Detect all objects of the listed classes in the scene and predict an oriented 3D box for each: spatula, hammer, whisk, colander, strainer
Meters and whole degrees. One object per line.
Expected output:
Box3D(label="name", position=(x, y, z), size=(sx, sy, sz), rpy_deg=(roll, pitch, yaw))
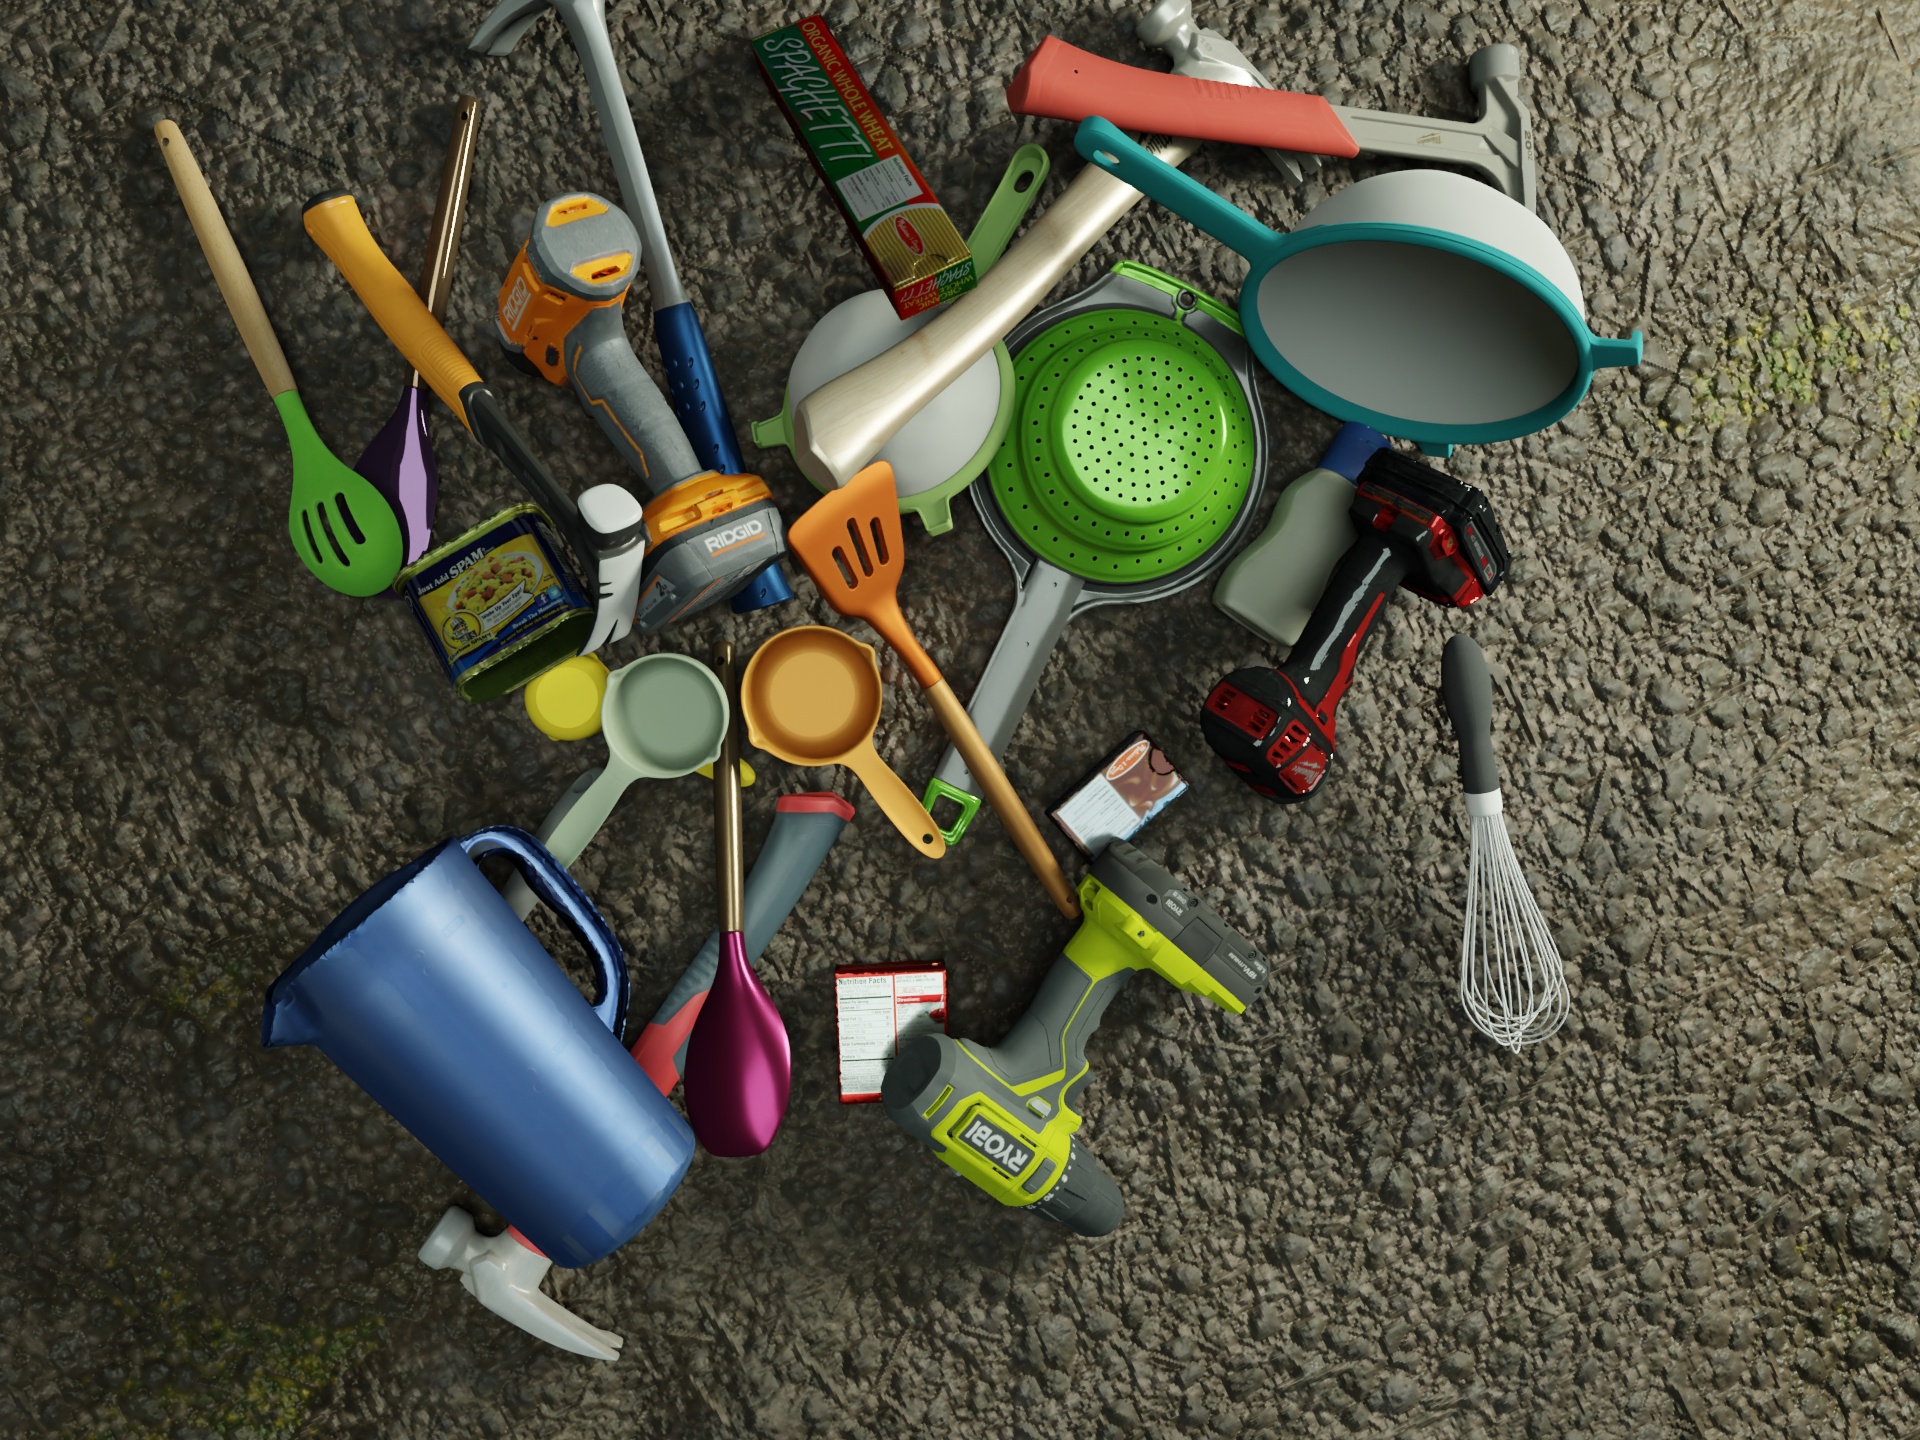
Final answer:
Box3D(label="spatula", position=(-0.337, -0.233, 0.993), size=(0.060, 0.018, 0.316), rpy_deg=(12, 92, 0))
Box3D(label="spatula", position=(-0.002, -0.003, 0.971), size=(0.081, 0.041, 0.322), rpy_deg=(-40, 111, -23))
Box3D(label="hammer", position=(-0.185, -0.263, 0.980), size=(0.144, 0.035, 0.405), rpy_deg=(-11, 100, 26))
Box3D(label="whisk", position=(-0.292, 0.129, 0.999), size=(0.055, 0.055, 0.239), rpy_deg=(34, 84, -5))
Box3D(label="colander", position=(0.071, -0.102, 0.996), size=(0.204, 0.094, 0.397), rpy_deg=(25, 89, -6))
Box3D(label="hammer", position=(0.201, -0.362, 0.984), size=(0.359, 0.037, 0.149), rpy_deg=(-1, 87, -20))
Box3D(label="strainer", position=(-0.020, -0.252, 0.971), size=(0.151, 0.069, 0.256), rpy_deg=(29, 88, 18))
Box3D(label="hammer", position=(-0.291, -0.189, 0.933), size=(0.034, 0.127, 0.337), rpy_deg=(-29, 69, -30))
Box3D(label="strainer", position=(0.227, -0.289, 0.945), size=(0.340, 0.211, 0.095), rpy_deg=(27, 74, -14))
Box3D(label="hammer", position=(0.056, -0.273, 0.956), size=(0.146, 0.038, 0.411), rpy_deg=(45, 69, -8))
Box3D(label="hammer", position=(-0.175, 0.217, 1.013), size=(0.143, 0.038, 0.386), rpy_deg=(35, 89, -7))
Box3D(label="whisk", position=(0.342, 0.081, 1.028), size=(0.070, 0.070, 0.284), rpy_deg=(-13, 102, -5))

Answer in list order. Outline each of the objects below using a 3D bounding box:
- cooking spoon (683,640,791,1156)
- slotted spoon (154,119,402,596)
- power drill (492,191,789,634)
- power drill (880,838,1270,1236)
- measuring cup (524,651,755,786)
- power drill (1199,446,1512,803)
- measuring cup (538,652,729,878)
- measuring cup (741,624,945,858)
Box3D(label="cooking spoon", position=(-0.143, 0.106, 0.984), size=(0.069, 0.017, 0.319), rpy_deg=(-6, 77, 11))
Box3D(label="slotted spoon", position=(-0.427, -0.222, 0.977), size=(0.070, 0.031, 0.314), rpy_deg=(-24, 90, 13))
Box3D(label="power drill", position=(-0.200, -0.171, 0.936), size=(0.084, 0.164, 0.226), rpy_deg=(-27, 91, -30))
Box3D(label="power drill", position=(0.086, 0.209, 1.008), size=(0.190, 0.080, 0.228), rpy_deg=(41, 88, -25))
Box3D(label="measuring cup", position=(-0.202, 0.006, 1.007), size=(0.156, 0.029, 0.062), rpy_deg=(25, 90, -4))
Box3D(label="power drill", position=(0.246, -0.047, 1.001), size=(0.079, 0.143, 0.219), rpy_deg=(35, 88, 36))
Box3D(label="measuring cup", position=(-0.208, 0.031, 0.984), size=(0.083, 0.038, 0.167), rpy_deg=(38, 97, -5))
Box3D(label="measuring cup", position=(-0.068, 0.017, 1.010), size=(0.095, 0.052, 0.173), rpy_deg=(-39, 97, -3))
